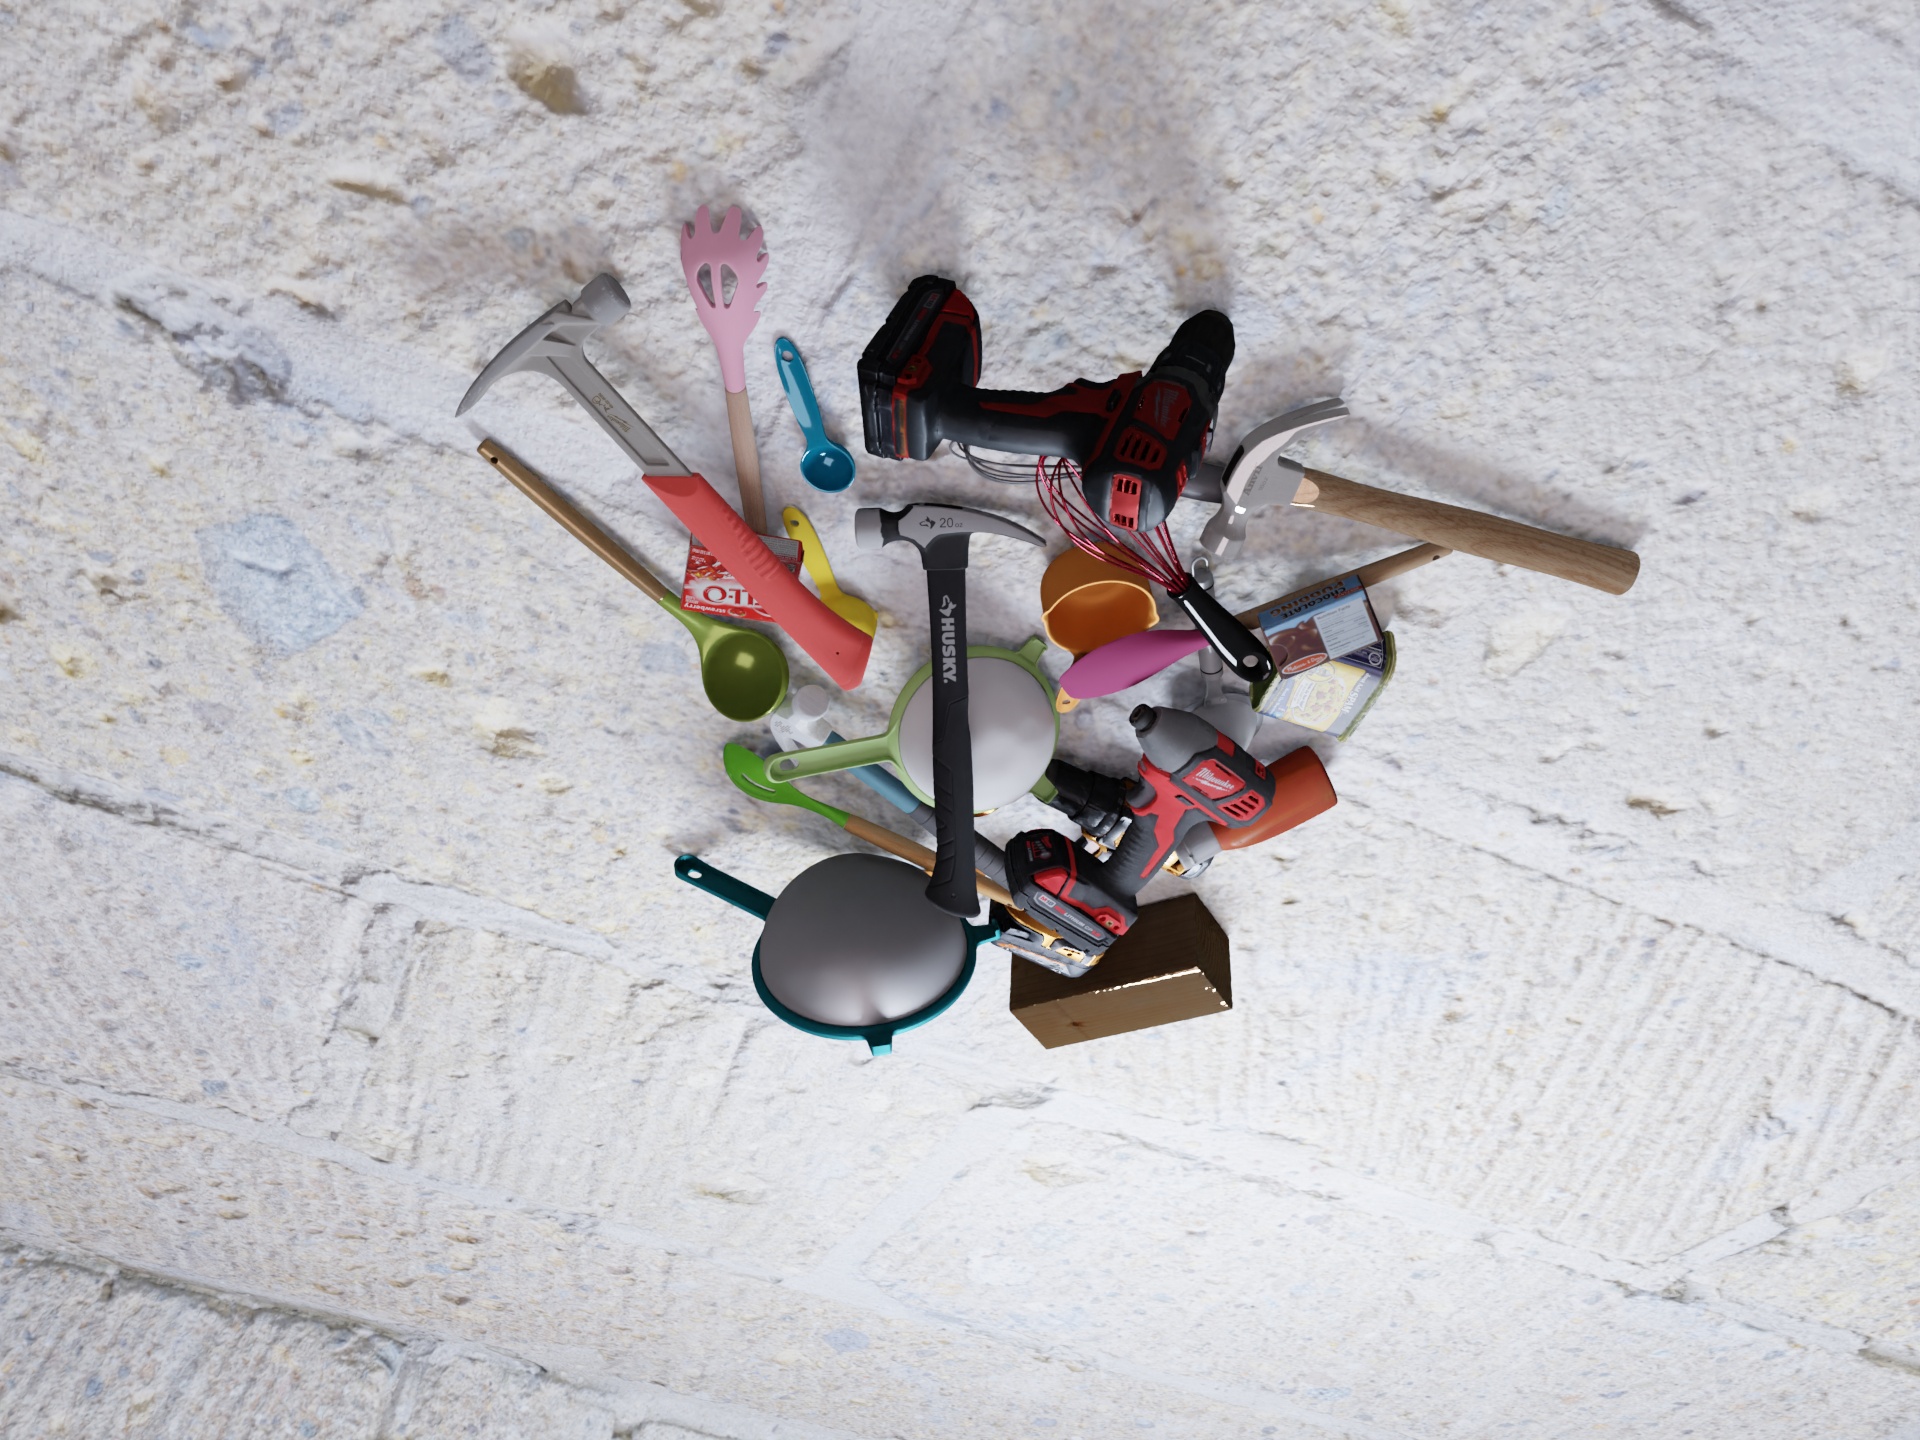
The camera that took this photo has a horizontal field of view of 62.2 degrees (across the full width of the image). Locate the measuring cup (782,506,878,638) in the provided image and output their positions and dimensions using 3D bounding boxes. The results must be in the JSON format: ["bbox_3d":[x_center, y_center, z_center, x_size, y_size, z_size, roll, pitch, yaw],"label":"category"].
[{"bbox_3d":[-0.113,-0.107,1.288,0.062,0.029,0.156,-8,137,16],"label":"measuring cup"}]

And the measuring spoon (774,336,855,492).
[{"bbox_3d":[-0.109,-0.227,1.171,0.042,0.021,0.128,-7,127,15],"label":"measuring spoon"}]

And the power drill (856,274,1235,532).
[{"bbox_3d":[0.064,-0.225,1.058,0.227,0.188,0.080,18,145,15],"label":"power drill"}]

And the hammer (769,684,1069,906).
[{"bbox_3d":[-0.030,0.083,1.410,0.331,0.033,0.128,37,158,-13],"label":"hammer"}]

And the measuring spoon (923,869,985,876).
[{"bbox_3d":[-0.026,0.158,1.583,0.117,0.011,0.021,-13,134,20],"label":"measuring spoon"}]

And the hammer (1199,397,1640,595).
[{"bbox_3d":[0.351,-0.148,1.171,0.331,0.031,0.130,12,123,-12],"label":"hammer"}]

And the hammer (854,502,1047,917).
[{"bbox_3d":[-0.002,-0.004,1.256,0.146,0.035,0.334,-1,104,3],"label":"hammer"}]

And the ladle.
[{"bbox_3d":[-0.262,-0.111,1.284,0.078,0.062,0.319,-37,121,18],"label":"ladle"}]

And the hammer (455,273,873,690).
[{"bbox_3d":[-0.197,-0.149,1.184,0.149,0.037,0.358,-34,117,16],"label":"hammer"}]

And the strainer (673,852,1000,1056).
[{"bbox_3d":[-0.144,0.167,1.492,0.340,0.211,0.095,21,132,29],"label":"strainer"}]

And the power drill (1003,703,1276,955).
[{"bbox_3d":[0.143,0.084,1.340,0.143,0.079,0.219,35,113,-23],"label":"power drill"}]

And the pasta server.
[{"bbox_3d":[-0.160,-0.229,1.166,0.060,0.040,0.316,3,142,3],"label":"pasta server"}]

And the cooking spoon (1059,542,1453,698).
[{"bbox_3d":[0.228,-0.079,1.246,0.319,0.017,0.068,-21,145,13],"label":"cooking spoon"}]

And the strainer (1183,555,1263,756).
[{"bbox_3d":[0.209,-0.035,1.323,0.087,0.050,0.258,-15,133,0],"label":"strainer"}]

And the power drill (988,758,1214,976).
[{"bbox_3d":[0.106,0.133,1.493,0.185,0.084,0.226,25,131,-17],"label":"power drill"}]

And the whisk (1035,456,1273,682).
[{"bbox_3d":[0.152,-0.111,1.168,0.073,0.073,0.295,-24,134,29],"label":"whisk"}]

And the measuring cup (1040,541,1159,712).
[{"bbox_3d":[0.098,-0.075,1.279,0.095,0.052,0.173,1,145,-12],"label":"measuring cup"}]

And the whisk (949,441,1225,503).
[{"bbox_3d":[0.109,-0.186,1.166,0.239,0.055,0.055,9,138,-9],"label":"whisk"}]

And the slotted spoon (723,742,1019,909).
[{"bbox_3d":[-0.081,0.103,1.463,0.313,0.031,0.070,26,154,-3],"label":"slotted spoon"}]

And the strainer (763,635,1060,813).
[{"bbox_3d":[-0.031,0.027,1.306,0.256,0.069,0.151,-10,112,-13],"label":"strainer"}]
